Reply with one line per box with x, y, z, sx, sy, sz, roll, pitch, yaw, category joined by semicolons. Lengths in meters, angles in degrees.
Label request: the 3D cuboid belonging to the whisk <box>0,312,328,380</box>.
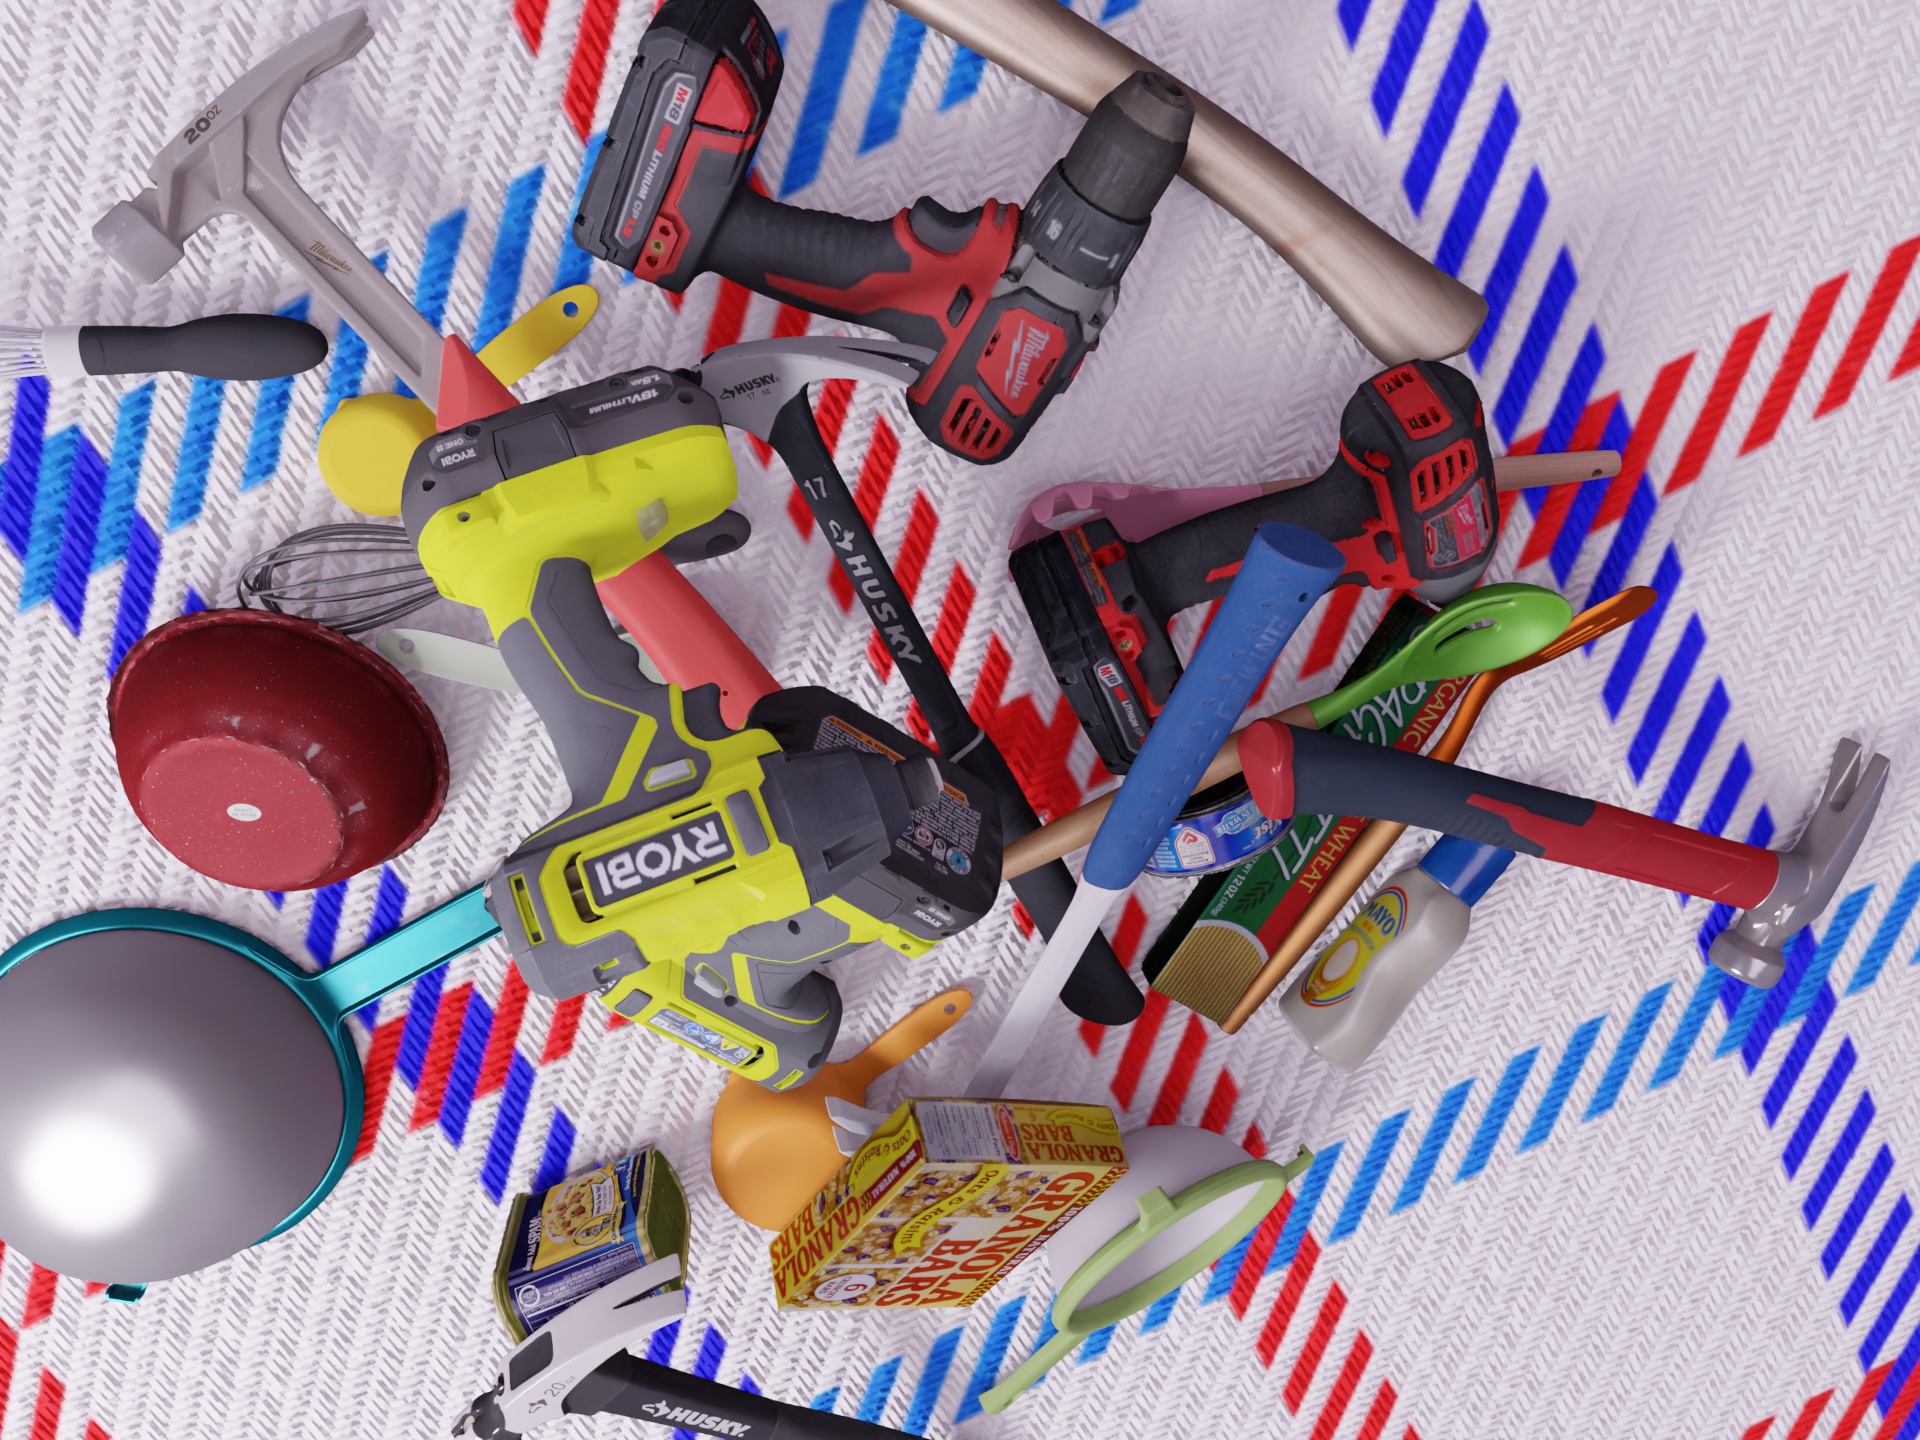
-0.429;-0.162;0.705;0.284;0.070;0.070;-3;109;-9;whisk

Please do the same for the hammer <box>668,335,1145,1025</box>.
-0.001;-0.002;0.771;0.149;0.036;0.408;-9;123;35;hammer

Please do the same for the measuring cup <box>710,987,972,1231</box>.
-0.060;0.208;0.859;0.173;0.052;0.095;-38;107;10;measuring cup

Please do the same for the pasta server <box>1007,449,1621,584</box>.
0.176;-0.107;0.786;0.316;0.040;0.060;-6;140;-5;pasta server

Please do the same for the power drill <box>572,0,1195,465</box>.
-0.030;-0.228;0.679;0.226;0.080;0.187;24;129;-14;power drill

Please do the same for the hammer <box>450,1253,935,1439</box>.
-0.093;0.382;0.867;0.146;0.035;0.334;-45;127;16;hammer

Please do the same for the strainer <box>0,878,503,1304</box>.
-0.366;0.178;0.799;0.340;0.095;0.211;-29;108;6;strainer

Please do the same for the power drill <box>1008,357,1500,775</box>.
0.147;-0.067;0.749;0.219;0.079;0.143;-25;141;7;power drill

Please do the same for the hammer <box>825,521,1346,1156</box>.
0.060;0.082;0.750;0.144;0.035;0.405;6;127;-27;hammer

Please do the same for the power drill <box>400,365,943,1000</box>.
-0.120;-0.021;0.635;0.171;0.080;0.223;-21;72;-9;power drill

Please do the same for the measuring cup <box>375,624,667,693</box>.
-0.196;-0.023;0.776;0.167;0.038;0.083;14;106;-11;measuring cup

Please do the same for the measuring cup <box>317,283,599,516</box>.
-0.231;-0.151;0.736;0.156;0.029;0.062;-35;108;8;measuring cup

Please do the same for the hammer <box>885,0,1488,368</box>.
0.076;-0.293;0.717;0.410;0.038;0.146;29;102;-14;hammer

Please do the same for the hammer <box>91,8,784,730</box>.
-0.198;-0.131;0.715;0.149;0.037;0.359;-44;103;-5;hammer

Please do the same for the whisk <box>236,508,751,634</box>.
-0.219;-0.076;0.757;0.239;0.055;0.055;-8;109;-7;whisk

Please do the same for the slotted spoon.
0.144;0.008;0.762;0.314;0.031;0.070;-26;149;0;slotted spoon

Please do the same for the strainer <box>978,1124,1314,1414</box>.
0.073;0.304;0.902;0.151;0.069;0.256;2;134;-46;strainer

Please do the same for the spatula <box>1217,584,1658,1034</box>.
0.241;0.050;0.839;0.041;0.081;0.322;42;108;24;spatula

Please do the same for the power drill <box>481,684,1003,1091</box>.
-0.106;0.083;0.757;0.190;0.080;0.228;32;133;-19;power drill

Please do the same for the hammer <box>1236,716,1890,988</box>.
0.308;0.040;0.797;0.386;0.038;0.143;14;106;-26;hammer
